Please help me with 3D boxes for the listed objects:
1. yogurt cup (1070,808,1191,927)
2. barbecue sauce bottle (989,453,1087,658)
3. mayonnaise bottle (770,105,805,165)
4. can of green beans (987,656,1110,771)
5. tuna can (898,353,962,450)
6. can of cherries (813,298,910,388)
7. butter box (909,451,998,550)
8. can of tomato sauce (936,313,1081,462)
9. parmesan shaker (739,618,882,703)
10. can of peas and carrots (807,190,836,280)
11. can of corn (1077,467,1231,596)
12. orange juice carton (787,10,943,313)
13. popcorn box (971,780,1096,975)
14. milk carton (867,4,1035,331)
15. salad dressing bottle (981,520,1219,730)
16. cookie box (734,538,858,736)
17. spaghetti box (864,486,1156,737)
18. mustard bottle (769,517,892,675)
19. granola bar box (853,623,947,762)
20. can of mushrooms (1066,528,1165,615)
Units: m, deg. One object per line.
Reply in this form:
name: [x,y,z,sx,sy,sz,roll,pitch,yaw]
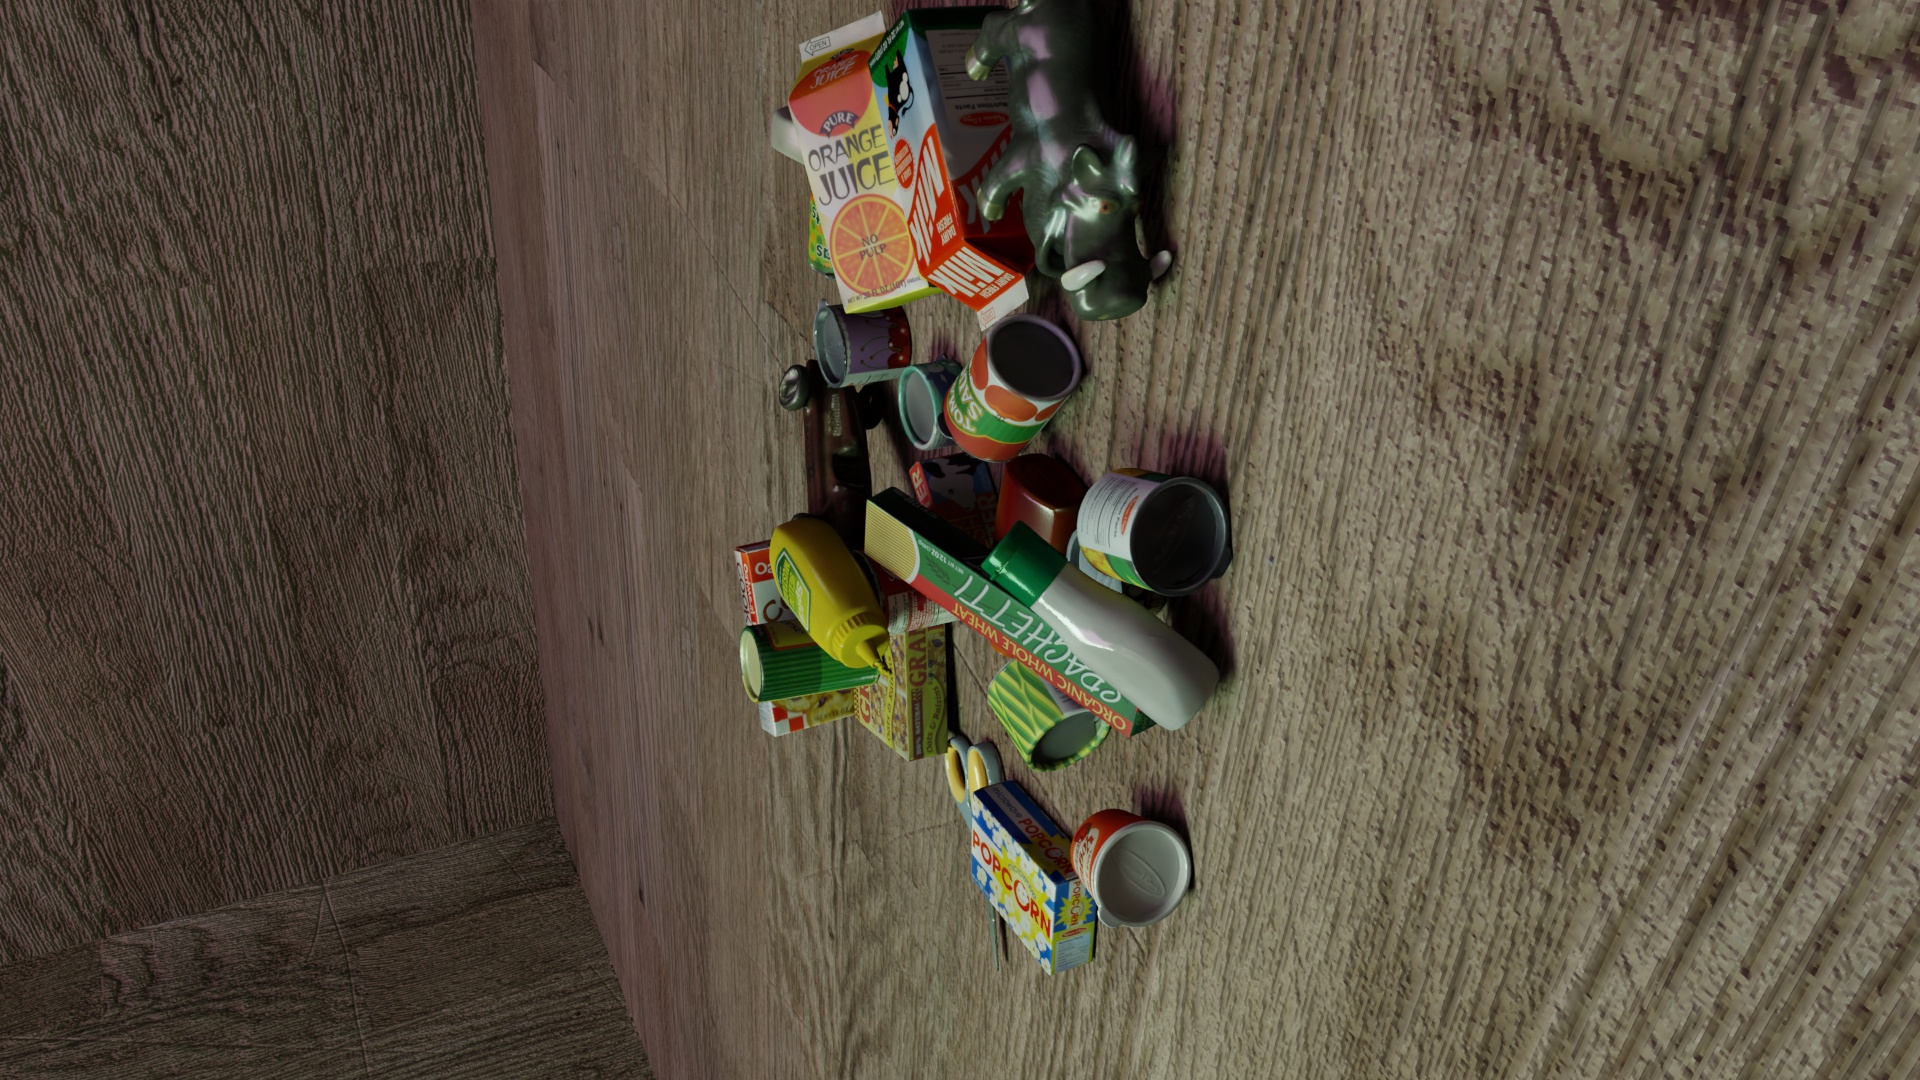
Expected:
yogurt cup: [0.105,0.205,0.884,0.054,0.072,0.072,-162,63,-70]
barbecue sauce bottle: [0.047,0.016,0.945,0.065,0.044,0.147,47,142,37]
mayonnaise bottle: [-0.084,-0.294,1.062,0.148,0.065,0.041,40,132,39]
can of green beans: [0.060,0.113,0.934,0.058,0.071,0.070,57,147,37]
tuna can: [-0.020,-0.104,1.044,0.071,0.033,0.070,38,134,54]
can of cherries: [-0.079,-0.161,1.113,0.071,0.058,0.071,39,135,55]
butter box: [0.004,-0.013,1.011,0.024,0.053,0.103,-44,61,63]
can of tomato sauce: [0.031,-0.098,0.898,0.082,0.071,0.071,-50,56,59]
parmesan shaker: [-0.126,0.097,1.161,0.071,0.103,0.071,28,121,60]
can of peas and carrots: [-0.086,-0.241,1.078,0.071,0.071,0.058,48,141,47]
can of corn: [0.110,-0.005,0.784,0.058,0.071,0.071,18,117,62]
orange juice carton: [-0.058,-0.261,0.962,0.071,0.073,0.192,-12,95,30]
popcorn box: [0.053,0.249,1.040,0.127,0.038,0.084,40,135,53]
milk carton: [0.006,-0.235,0.887,0.072,0.074,0.190,-23,80,65]
salad dressing bottle: [0.079,0.048,0.804,0.147,0.044,0.064,39,157,0]
cookie box: [-0.127,0.076,1.240,0.040,0.123,0.167,10,110,62]
spaghetti box: [0.030,0.043,0.919,0.250,0.029,0.049,33,136,31]
mustard bottle: [-0.088,0.046,0.988,0.161,0.049,0.065,49,144,46]
granola bar box: [-0.054,0.088,1.177,0.124,0.039,0.165,22,116,62]
can of mushrooms: [0.097,0.022,0.855,0.071,0.033,0.070,35,131,55]
